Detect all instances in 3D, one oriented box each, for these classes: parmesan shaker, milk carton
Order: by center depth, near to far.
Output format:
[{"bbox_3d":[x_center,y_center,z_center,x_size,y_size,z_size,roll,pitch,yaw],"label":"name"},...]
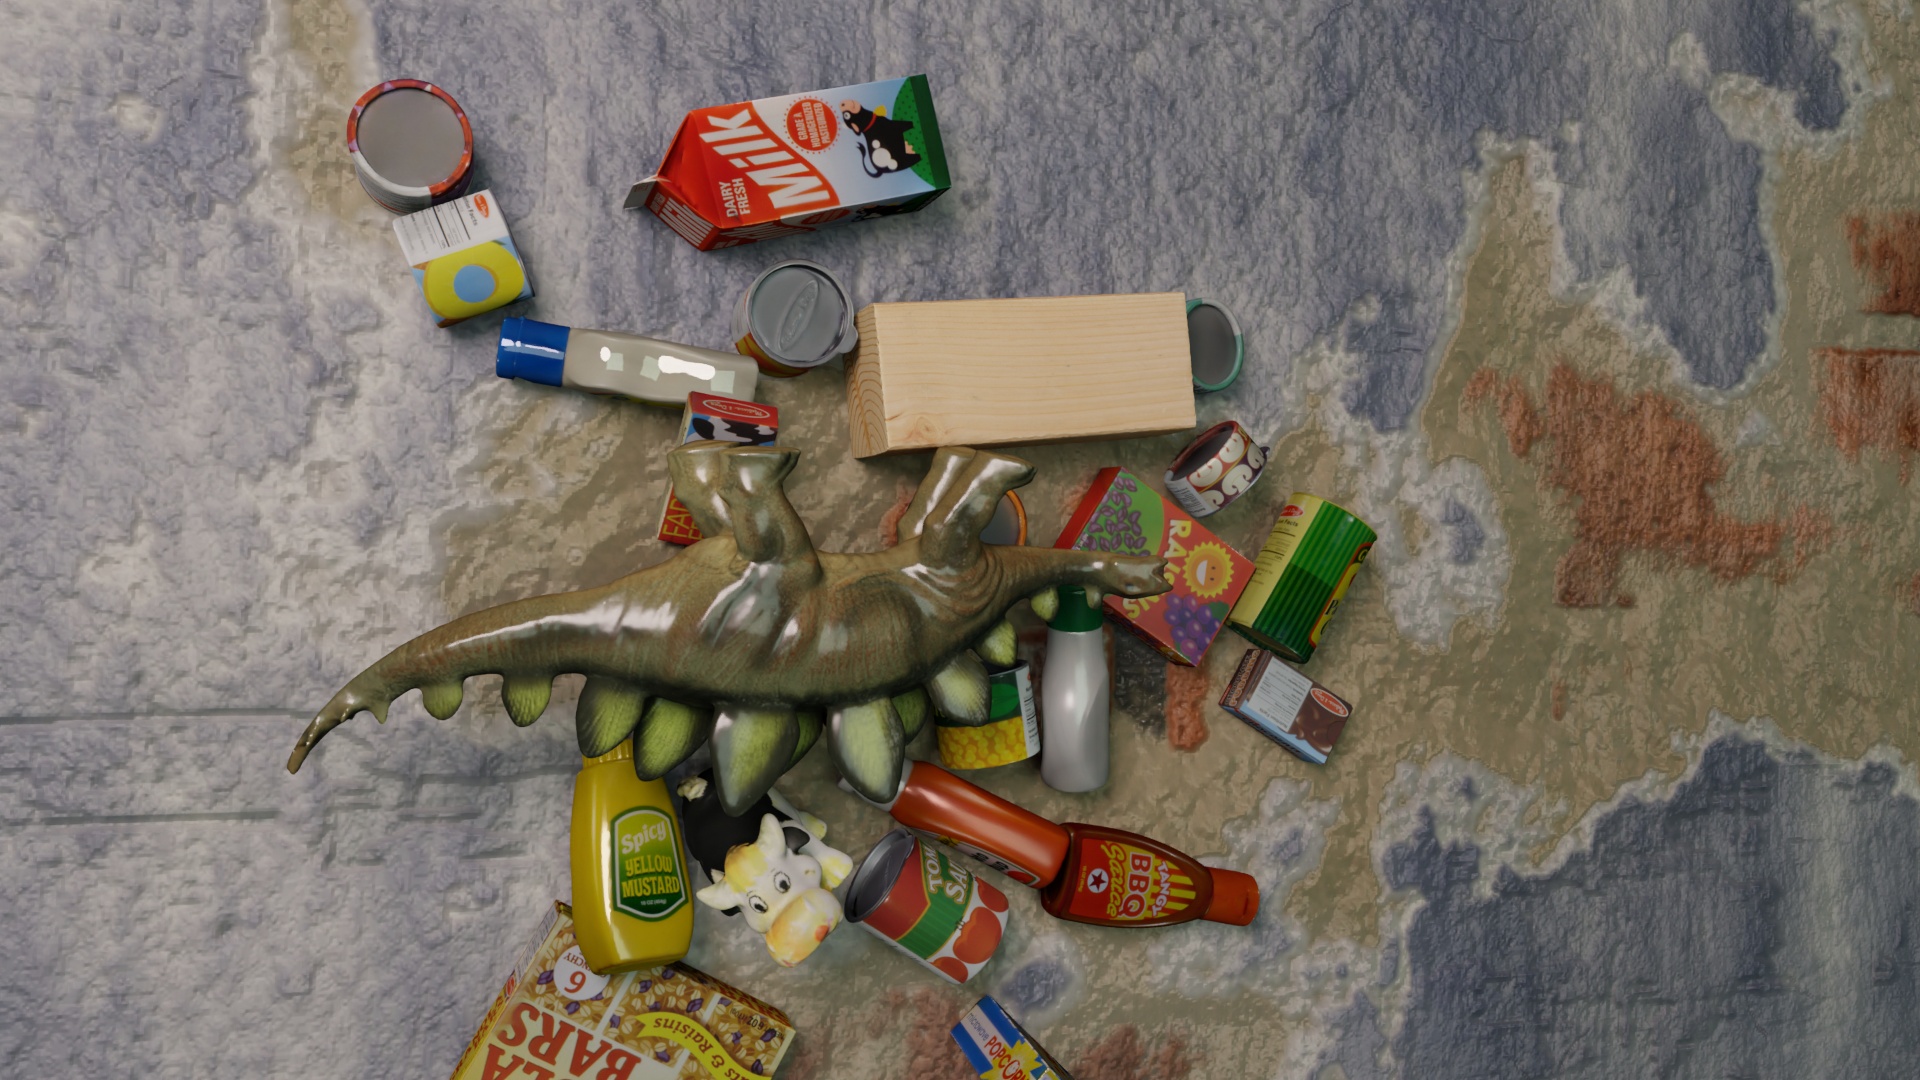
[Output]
[{"bbox_3d":[-0.110,-0.228,0.853,0.191,0.072,0.073,-15,95,-18],"label":"milk carton"},{"bbox_3d":[0.236,0.027,0.972,0.071,0.071,0.103,32,83,-16],"label":"parmesan shaker"}]

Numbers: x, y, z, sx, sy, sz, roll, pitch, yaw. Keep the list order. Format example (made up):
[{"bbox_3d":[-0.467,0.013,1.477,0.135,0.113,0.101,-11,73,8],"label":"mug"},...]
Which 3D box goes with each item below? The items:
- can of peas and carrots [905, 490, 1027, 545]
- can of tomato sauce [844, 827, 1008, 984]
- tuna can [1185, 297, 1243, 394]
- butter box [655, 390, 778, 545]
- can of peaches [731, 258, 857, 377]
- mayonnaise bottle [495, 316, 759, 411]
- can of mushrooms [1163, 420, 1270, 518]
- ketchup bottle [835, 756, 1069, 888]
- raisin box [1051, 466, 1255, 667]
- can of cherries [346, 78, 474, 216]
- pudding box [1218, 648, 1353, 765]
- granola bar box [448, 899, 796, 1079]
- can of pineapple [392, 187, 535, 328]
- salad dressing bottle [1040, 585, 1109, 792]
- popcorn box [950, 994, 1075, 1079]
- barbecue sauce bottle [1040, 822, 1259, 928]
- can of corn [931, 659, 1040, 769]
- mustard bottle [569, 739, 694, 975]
[{"bbox_3d":[0.003,-0.011,0.896,0.071,0.058,0.071,0,90,-19],"label":"can of peas and carrots"},{"bbox_3d":[-0.020,0.231,0.880,0.083,0.071,0.071,36,79,-16],"label":"can of tomato sauce"},{"bbox_3d":[0.161,-0.131,0.955,0.071,0.033,0.071,2,86,-36],"label":"tuna can"},{"bbox_3d":[-0.147,-0.040,0.831,0.053,0.024,0.103,9,130,-19],"label":"butter box"},{"bbox_3d":[-0.103,-0.135,0.862,0.071,0.058,0.071,0,89,-19],"label":"can of peaches"},{"bbox_3d":[-0.198,-0.102,0.829,0.148,0.065,0.041,8,93,-14],"label":"mayonnaise bottle"},{"bbox_3d":[0.175,-0.051,0.951,0.071,0.071,0.033,-46,102,-14],"label":"can of mushrooms"},{"bbox_3d":[-0.006,0.173,0.891,0.149,0.064,0.043,28,73,-8],"label":"ketchup bottle"},{"bbox_3d":[0.128,0.019,0.949,0.123,0.040,0.086,35,79,-14],"label":"raisin box"},{"bbox_3d":[-0.311,-0.225,0.791,0.071,0.058,0.071,0,90,-19],"label":"can of cherries"},{"bbox_3d":[0.231,0.118,0.987,0.083,0.030,0.050,33,78,-16],"label":"pudding box"},{"bbox_3d":[-0.201,0.310,0.832,0.165,0.039,0.124,32,80,-15],"label":"granola bar box"},{"bbox_3d":[-0.283,-0.160,0.796,0.058,0.071,0.071,-23,97,-14],"label":"can of pineapple"},{"bbox_3d":[0.074,0.089,0.906,0.044,0.064,0.147,4,105,20],"label":"salad dressing bottle"},{"bbox_3d":[0.049,0.345,0.871,0.038,0.126,0.085,-44,102,-10],"label":"popcorn box"},{"bbox_3d":[0.131,0.234,0.944,0.148,0.043,0.065,14,84,-19],"label":"barbecue sauce bottle"},{"bbox_3d":[0.013,0.112,0.895,0.071,0.071,0.058,-10,93,-19],"label":"can of corn"},{"bbox_3d":[-0.198,0.169,0.817,0.065,0.048,0.160,5,65,-42],"label":"mustard bottle"}]
